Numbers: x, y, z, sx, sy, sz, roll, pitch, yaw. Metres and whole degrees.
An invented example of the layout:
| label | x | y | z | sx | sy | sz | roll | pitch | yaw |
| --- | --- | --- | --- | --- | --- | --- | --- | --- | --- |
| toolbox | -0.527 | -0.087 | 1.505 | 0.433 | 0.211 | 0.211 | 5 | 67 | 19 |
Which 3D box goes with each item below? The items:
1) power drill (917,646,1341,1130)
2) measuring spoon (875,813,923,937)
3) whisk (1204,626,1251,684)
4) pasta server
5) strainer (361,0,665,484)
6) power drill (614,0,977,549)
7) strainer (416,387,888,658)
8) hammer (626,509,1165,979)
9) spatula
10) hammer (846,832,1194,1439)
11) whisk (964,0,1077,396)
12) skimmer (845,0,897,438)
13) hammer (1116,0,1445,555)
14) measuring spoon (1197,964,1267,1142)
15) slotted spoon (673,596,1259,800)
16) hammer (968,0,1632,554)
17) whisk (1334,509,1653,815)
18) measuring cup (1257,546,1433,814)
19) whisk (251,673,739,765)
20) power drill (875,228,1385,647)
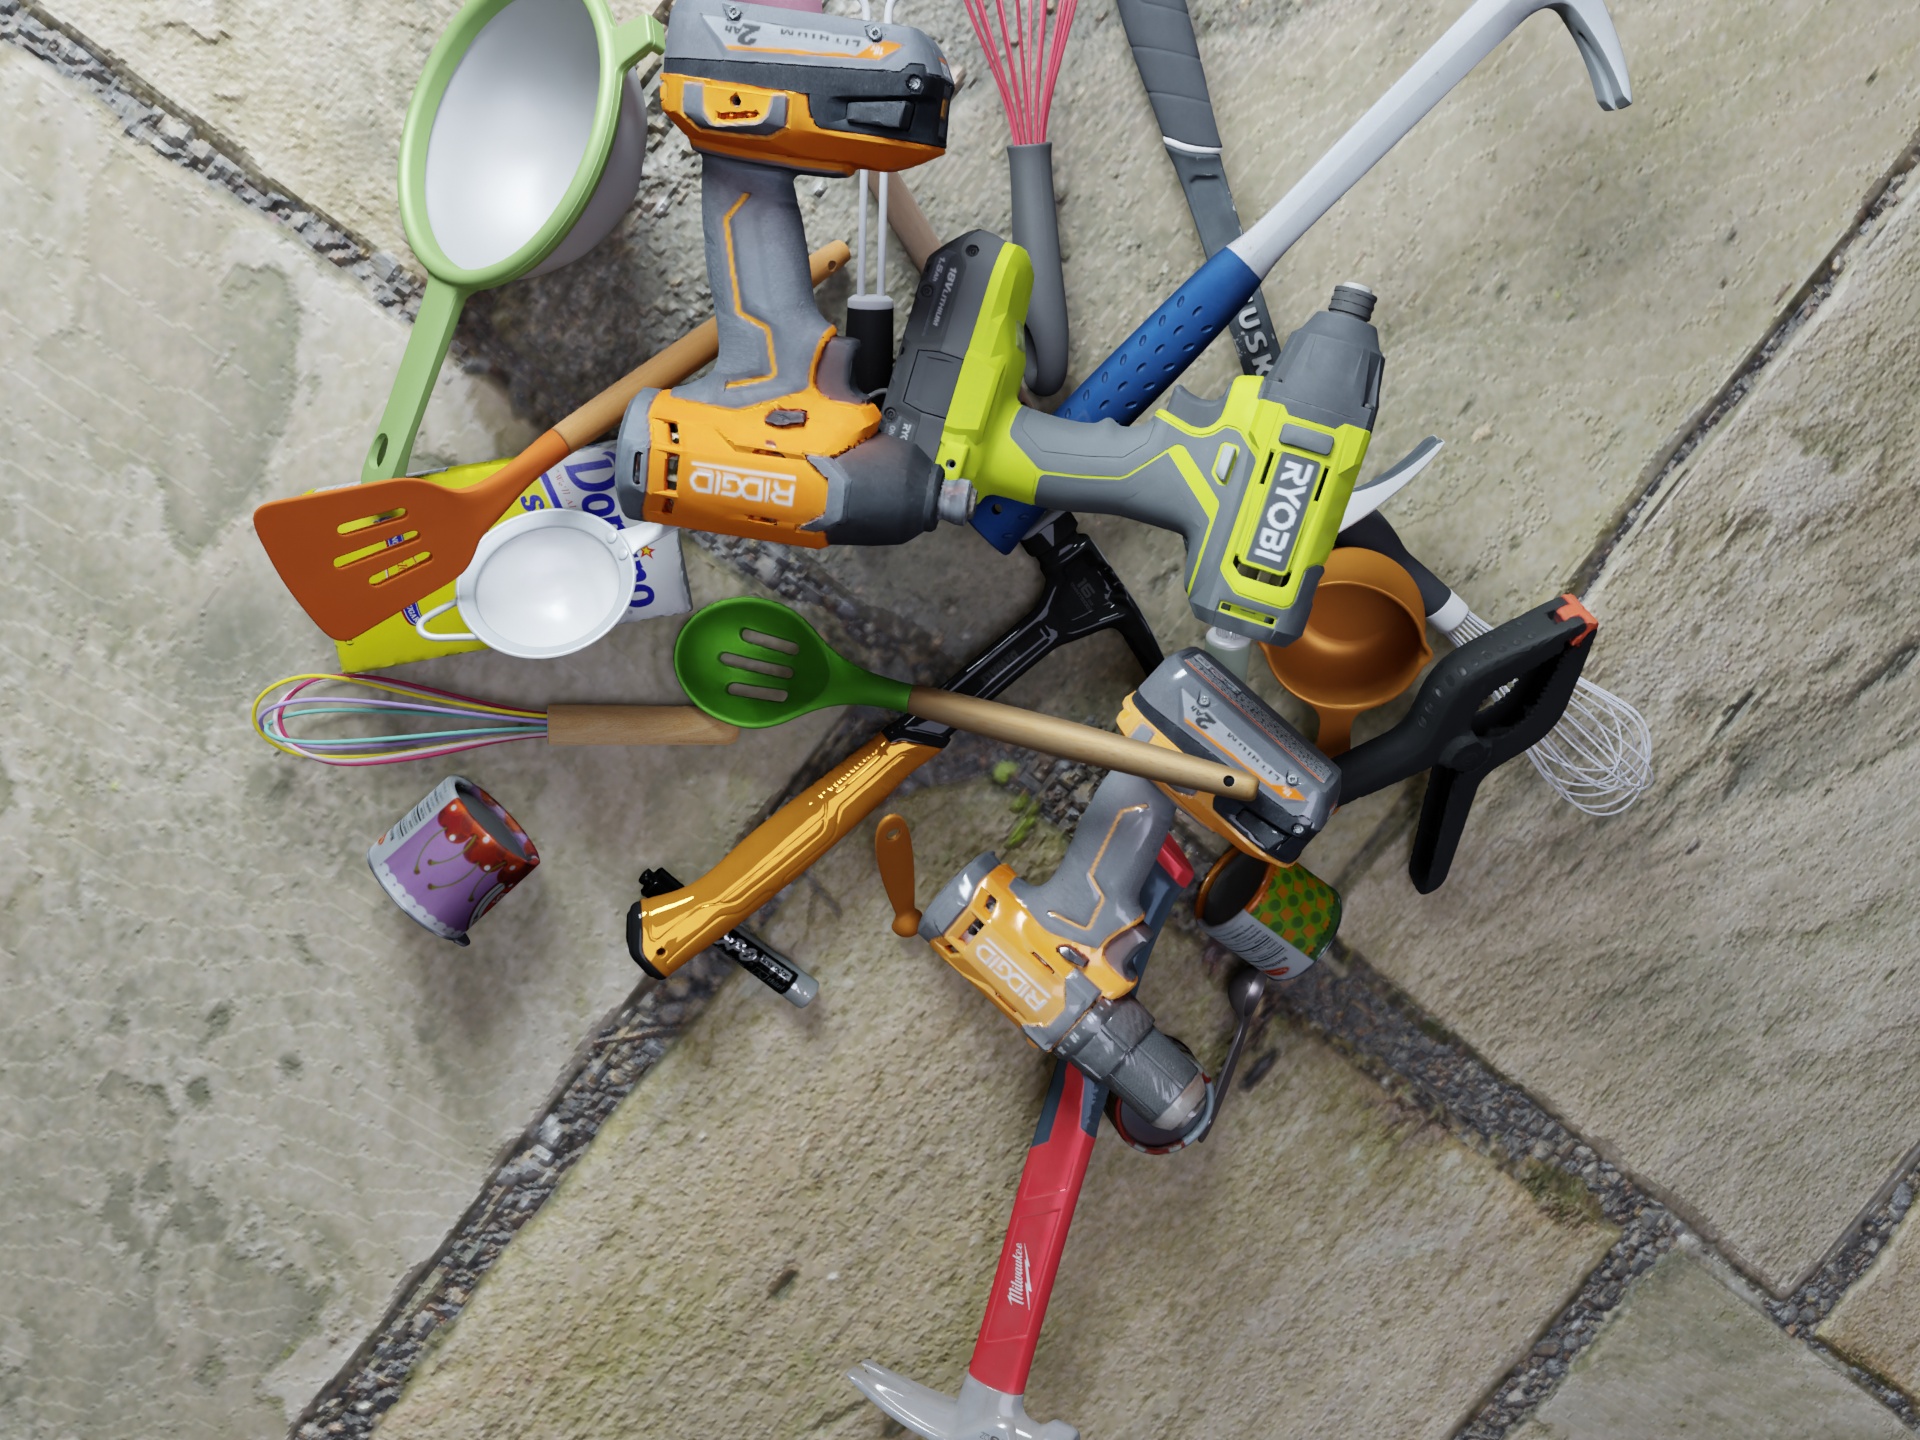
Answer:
| label | x | y | z | sx | sy | sz | roll | pitch | yaw |
| --- | --- | --- | --- | --- | --- | --- | --- | --- | --- |
| power drill | 0.107 | 0.097 | 0.859 | 0.185 | 0.084 | 0.226 | 43 | 110 | 10 |
| measuring spoon | -0.032 | 0.088 | 0.879 | 0.021 | 0.011 | 0.116 | -24 | 144 | -14 |
| whisk | 0.147 | -0.053 | 0.875 | 0.058 | 0.059 | 0.246 | -39 | 140 | -44 |
| pasta server | -0.045 | -0.284 | 0.815 | 0.060 | 0.040 | 0.316 | -35 | 112 | -3 |
| strainer | -0.212 | -0.219 | 0.753 | 0.069 | 0.152 | 0.256 | 9 | 109 | -53 |
| power drill | -0.062 | -0.188 | 0.707 | 0.164 | 0.084 | 0.226 | 10 | 108 | 3 |
| strainer | -0.141 | -0.096 | 0.780 | 0.258 | 0.050 | 0.087 | -31 | 66 | -8 |
| hammer | -0.039 | 0.031 | 0.874 | 0.337 | 0.034 | 0.127 | -39 | 108 | -6 |
| spatula | -0.179 | -0.151 | 0.769 | 0.322 | 0.041 | 0.080 | -41 | 138 | -23 |
| hammer | 0.047 | 0.243 | 0.941 | 0.143 | 0.038 | 0.386 | 16 | 92 | 22 |
| whisk | 0.034 | -0.312 | 0.806 | 0.073 | 0.073 | 0.295 | -9 | 111 | -11 |
| skimmer | -0.041 | -0.256 | 0.757 | 0.127 | 0.090 | 0.363 | 0 | 114 | -6 |
| hammer | 0.134 | -0.285 | 0.837 | 0.149 | 0.036 | 0.408 | -18 | 105 | 9 |
| measuring spoon | 0.162 | 0.205 | 0.983 | 0.018 | 0.034 | 0.124 | 23 | 107 | 27 |
| slotted spoon | -0.001 | -0.003 | 0.820 | 0.314 | 0.031 | 0.070 | 14 | 86 | 15 |
| hammer | 0.157 | -0.237 | 0.812 | 0.144 | 0.035 | 0.405 | 44 | 101 | -10 |
| whisk | 0.307 | -0.043 | 0.938 | 0.284 | 0.070 | 0.070 | 39 | 92 | -13 |
| measuring cup | 0.221 | -0.023 | 0.927 | 0.095 | 0.052 | 0.173 | 6 | 131 | 13 |
| whisk | -0.238 | 0.000 | 0.830 | 0.245 | 0.051 | 0.047 | 1 | 98 | -16 |
| power drill | 0.084 | -0.150 | 0.772 | 0.223 | 0.080 | 0.171 | 19 | 99 | 7 |
